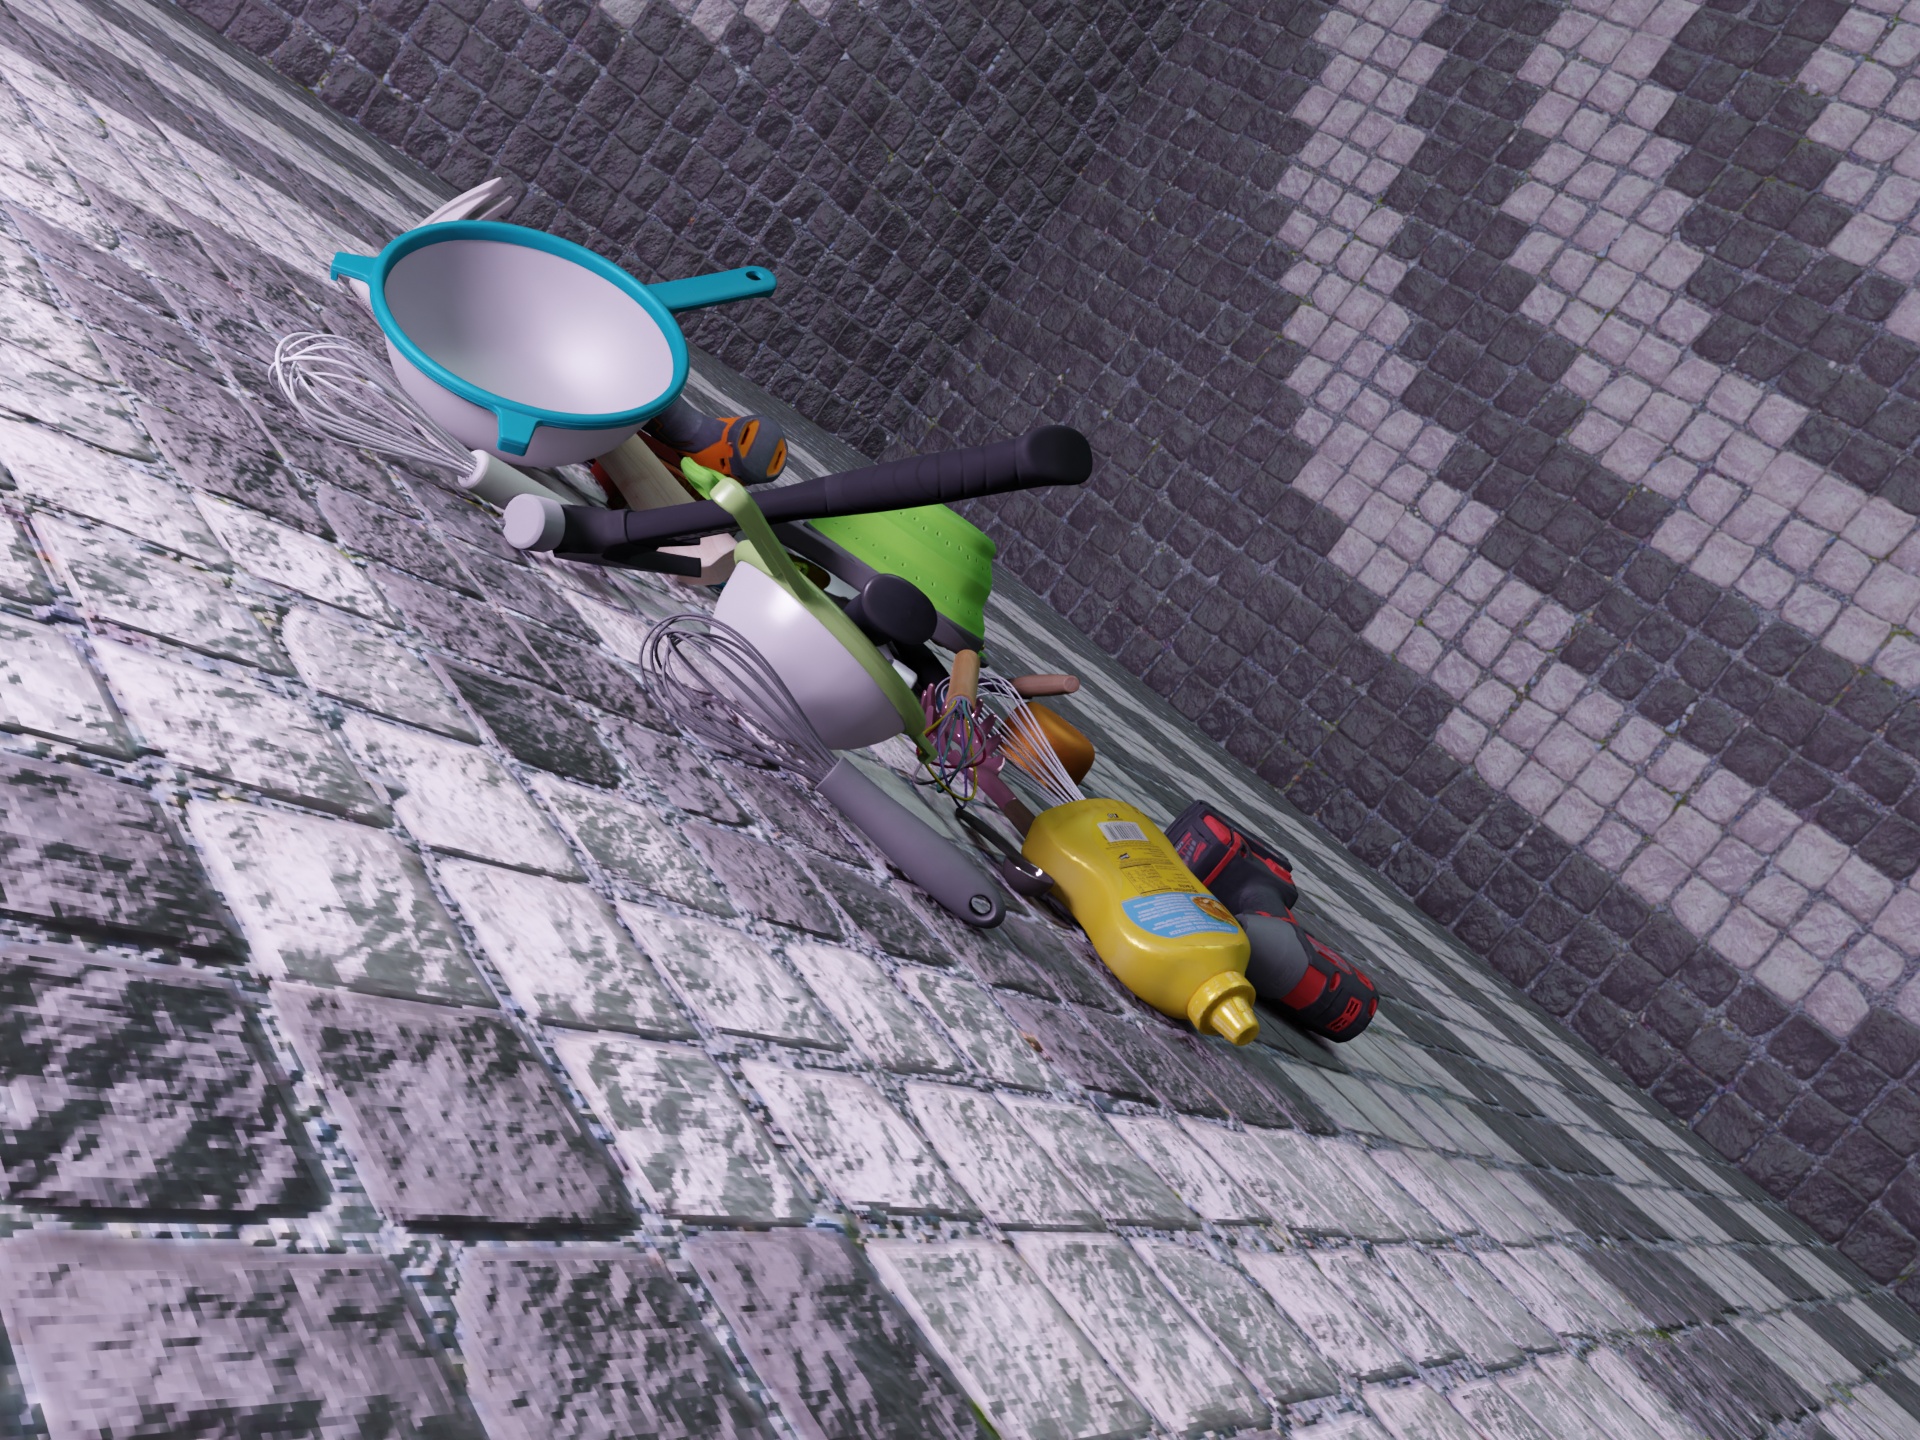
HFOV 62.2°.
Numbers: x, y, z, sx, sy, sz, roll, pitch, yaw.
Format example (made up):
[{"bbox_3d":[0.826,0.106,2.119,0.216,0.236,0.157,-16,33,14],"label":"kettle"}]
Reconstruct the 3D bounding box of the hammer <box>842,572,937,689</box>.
[{"bbox_3d":[-0.070,-0.061,1.015,0.149,0.036,0.409,34,-6,-8],"label":"hammer"}]

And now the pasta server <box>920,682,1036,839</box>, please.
[{"bbox_3d":[0.053,0.070,1.113,0.060,0.040,0.317,7,27,-36],"label":"pasta server"}]

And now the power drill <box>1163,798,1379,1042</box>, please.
[{"bbox_3d":[0.228,0.154,1.245,0.143,0.078,0.220,33,12,-21],"label":"power drill"}]

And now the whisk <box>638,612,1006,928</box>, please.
[{"bbox_3d":[-0.069,0.031,0.830,0.239,0.055,0.055,41,8,-5],"label":"whisk"}]

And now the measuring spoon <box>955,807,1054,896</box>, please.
[{"bbox_3d":[0.022,0.084,1.010,0.034,0.018,0.124,24,7,-29],"label":"measuring spoon"}]

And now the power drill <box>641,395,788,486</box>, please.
[{"bbox_3d":[-0.280,-0.272,1.382,0.164,0.084,0.226,1,-25,46],"label":"power drill"}]

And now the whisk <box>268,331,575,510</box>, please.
[{"bbox_3d":[-0.290,-0.149,0.923,0.246,0.058,0.059,31,44,-49],"label":"whisk"}]

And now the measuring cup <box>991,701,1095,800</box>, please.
[{"bbox_3d":[0.110,0.043,1.422,0.173,0.052,0.095,31,10,-21],"label":"measuring cup"}]

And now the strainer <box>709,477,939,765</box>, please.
[{"bbox_3d":[-0.103,-0.046,0.861,0.152,0.069,0.256,41,-9,22],"label":"strainer"}]

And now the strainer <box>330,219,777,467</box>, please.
[{"bbox_3d":[-0.262,-0.262,1.131,0.211,0.095,0.340,44,40,14],"label":"strainer"}]

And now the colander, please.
[{"bbox_3d":[-0.074,-0.153,1.236,0.205,0.094,0.396,36,5,29],"label":"colander"}]

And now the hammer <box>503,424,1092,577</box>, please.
[{"bbox_3d":[-0.084,-0.123,0.899,0.335,0.035,0.146,-5,-5,28],"label":"hammer"}]

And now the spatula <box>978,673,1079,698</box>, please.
[{"bbox_3d":[0.054,-0.027,1.312,0.059,0.018,0.316,17,-3,-10],"label":"spatula"}]

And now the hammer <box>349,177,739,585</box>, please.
[{"bbox_3d":[-0.291,-0.251,1.191,0.411,0.146,0.038,45,-10,21],"label":"hammer"}]

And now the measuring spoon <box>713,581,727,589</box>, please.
[{"bbox_3d":[-0.148,-0.083,1.219,0.128,0.021,0.042,18,8,-38],"label":"measuring spoon"}]

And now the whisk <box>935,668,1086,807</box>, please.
[{"bbox_3d":[0.079,0.059,1.239,0.285,0.070,0.070,46,12,25],"label":"whisk"}]

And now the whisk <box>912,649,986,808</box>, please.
[{"bbox_3d":[-0.003,-0.005,1.130,0.047,0.051,0.245,17,22,-3],"label":"whisk"}]

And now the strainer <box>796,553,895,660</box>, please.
[{"bbox_3d":[-0.090,-0.087,1.377,0.086,0.050,0.259,12,26,-27],"label":"strainer"}]

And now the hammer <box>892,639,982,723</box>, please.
[{"bbox_3d":[-0.046,-0.068,1.464,0.128,0.033,0.331,33,9,-28],"label":"hammer"}]
